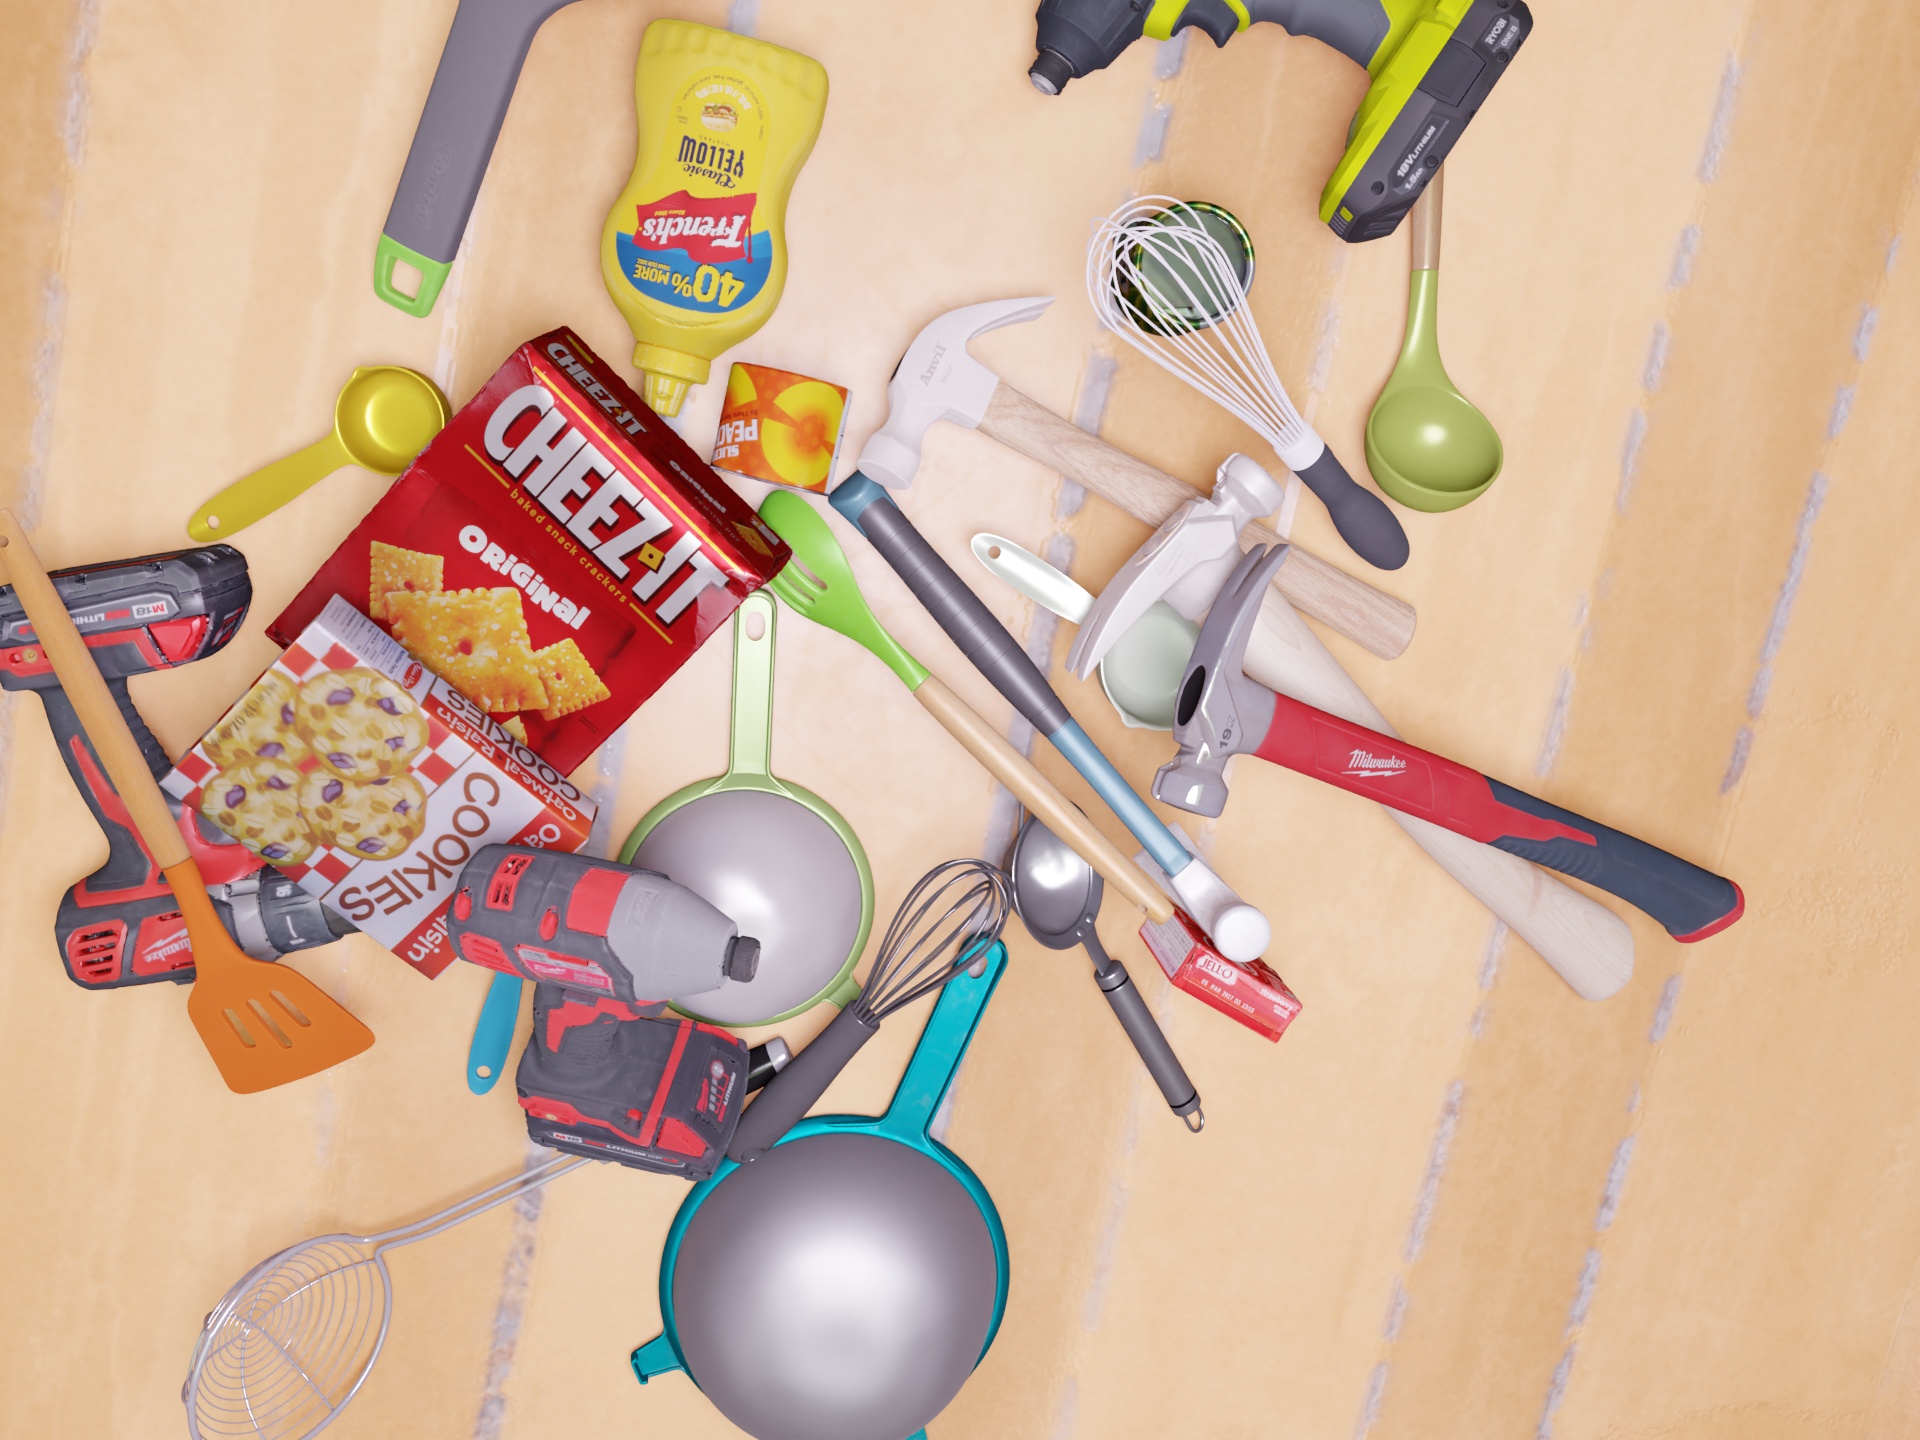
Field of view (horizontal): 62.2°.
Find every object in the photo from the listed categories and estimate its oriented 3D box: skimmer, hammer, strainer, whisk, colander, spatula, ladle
[{"bbox_3d":[-0.252,0.290,0.890,0.363,0.090,0.127,-26,135,-4],"label":"skimmer"},{"bbox_3d":[0.289,0.033,0.870,0.386,0.038,0.143,20,90,-22],"label":"hammer"},{"bbox_3d":[0.113,-0.122,0.877,0.331,0.031,0.130,26,78,-15],"label":"hammer"},{"bbox_3d":[-0.117,0.058,0.874,0.151,0.069,0.256,3,101,-7],"label":"strainer"},{"bbox_3d":[0.241,0.039,0.902,0.410,0.038,0.146,41,93,-19],"label":"hammer"},{"bbox_3d":[-0.056,0.164,0.881,0.055,0.055,0.239,38,105,-11],"label":"whisk"},{"bbox_3d":[0.160,-0.163,0.831,0.070,0.070,0.284,-49,123,3],"label":"whisk"},{"bbox_3d":[-0.202,-0.388,0.787,0.204,0.094,0.397,27,114,-6],"label":"colander"},{"bbox_3d":[-0.045,0.286,0.909,0.211,0.095,0.340,22,98,-10],"label":"strainer"},{"bbox_3d":[0.045,-0.007,0.868,0.033,0.128,0.331,-41,93,1],"label":"hammer"},{"bbox_3d":[0.082,0.143,0.927,0.087,0.050,0.258,-46,113,-42],"label":"strainer"},{"bbox_3d":[-0.399,0.047,0.793,0.081,0.041,0.322,-21,103,-1],"label":"spatula"},{"bbox_3d":[0.260,-0.274,0.867,0.078,0.062,0.320,-2,98,-10],"label":"ladle"}]

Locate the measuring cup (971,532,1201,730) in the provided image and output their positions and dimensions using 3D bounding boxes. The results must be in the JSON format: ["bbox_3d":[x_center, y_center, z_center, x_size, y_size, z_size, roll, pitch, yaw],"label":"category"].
[{"bbox_3d":[0.076,-0.058,0.893,0.167,0.038,0.083,32,95,-9],"label":"measuring cup"}]

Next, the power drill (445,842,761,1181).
[{"bbox_3d":[-0.167,0.147,0.803,0.143,0.079,0.219,11,142,5],"label":"power drill"}]

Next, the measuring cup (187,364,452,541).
[{"bbox_3d":[-0.339,-0.136,0.841,0.156,0.029,0.062,-27,102,8],"label":"measuring cup"}]

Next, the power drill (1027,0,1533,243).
[{"bbox_3d":[0.158,-0.353,0.817,0.223,0.080,0.171,34,94,3],"label":"power drill"}]

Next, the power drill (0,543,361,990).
[{"bbox_3d":[-0.393,0.026,0.836,0.188,0.080,0.226,-10,104,-5],"label":"power drill"}]

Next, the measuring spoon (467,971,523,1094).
[{"bbox_3d":[-0.259,0.155,0.906,0.042,0.021,0.128,17,107,-10],"label":"measuring spoon"}]

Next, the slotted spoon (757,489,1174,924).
[{"bbox_3d":[-0.001,-0.003,0.853,0.314,0.070,0.031,44,54,0],"label":"slotted spoon"}]
